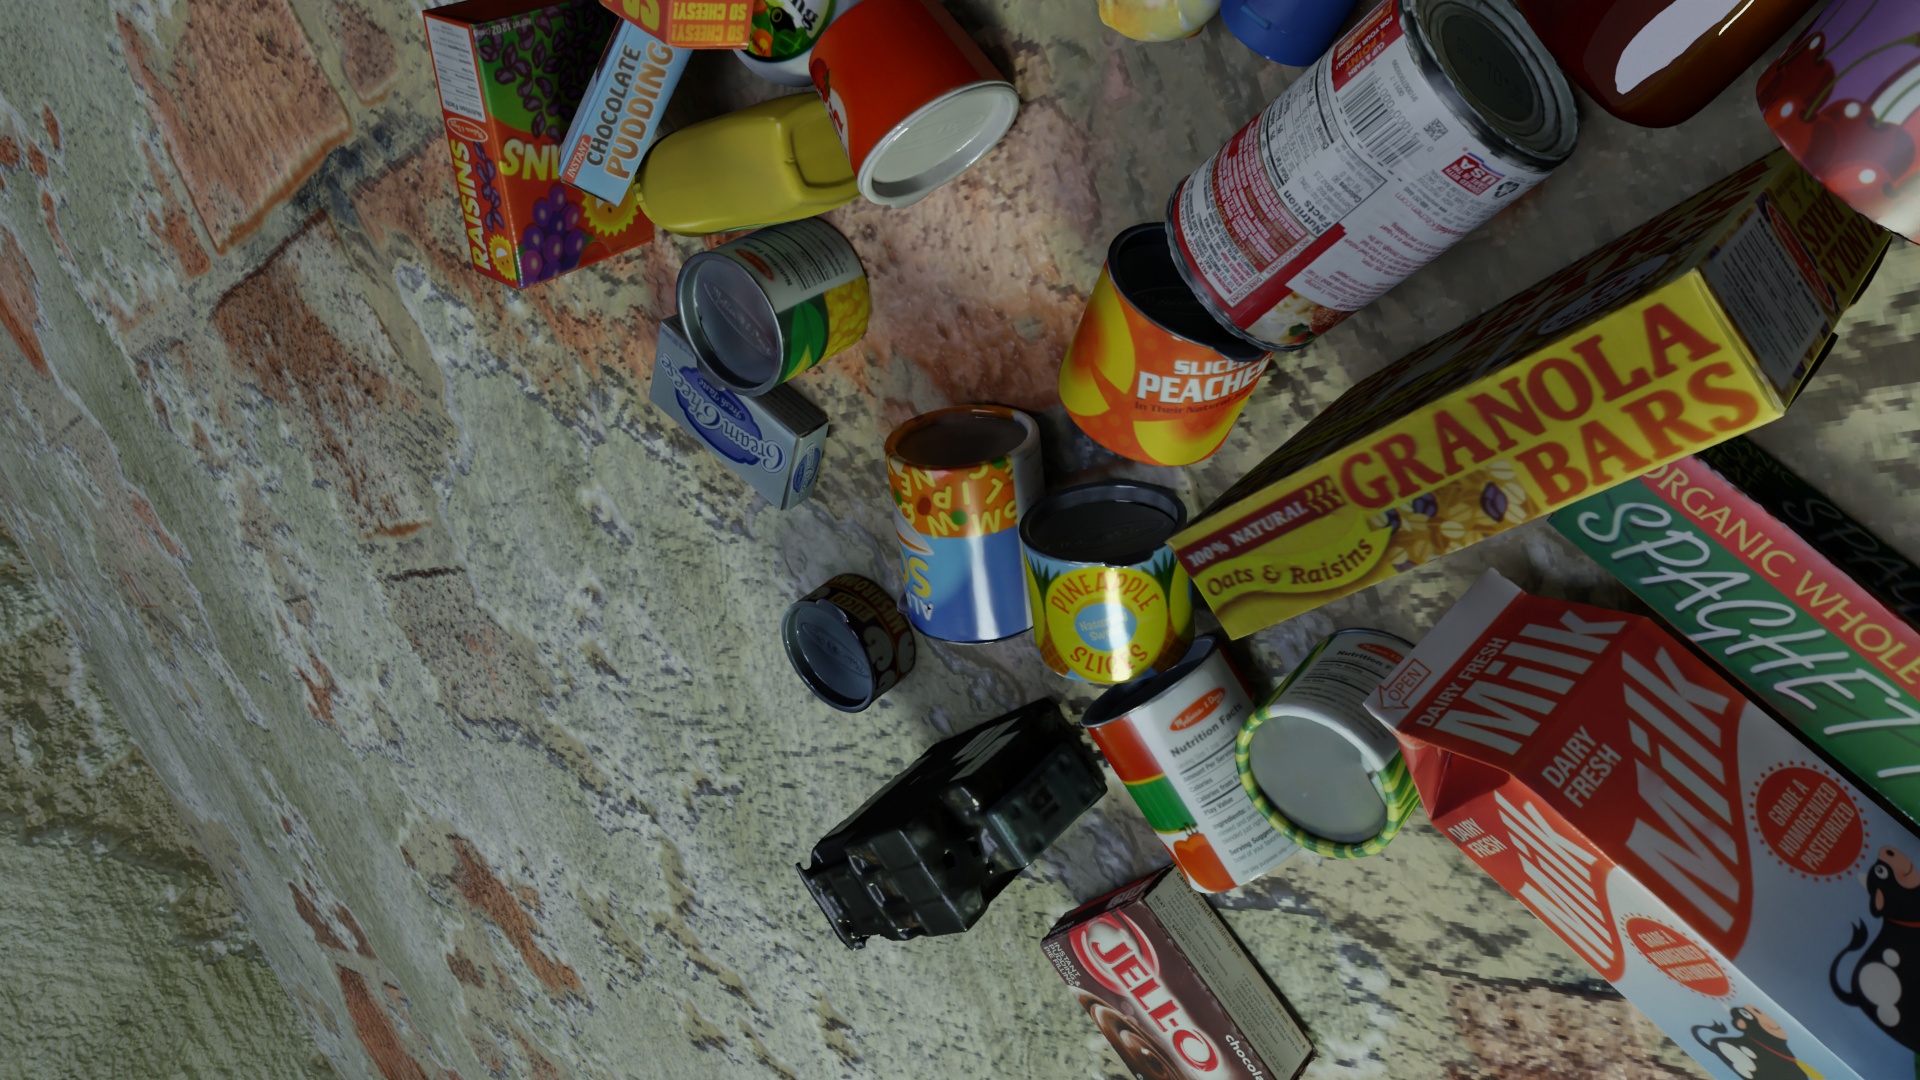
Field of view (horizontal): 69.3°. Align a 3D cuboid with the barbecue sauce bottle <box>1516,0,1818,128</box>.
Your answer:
[{"bbox_3d":[0.196,-0.168,0.313,0.147,0.044,0.065,-52,52,47],"label":"barbecue sauce bottle"}]

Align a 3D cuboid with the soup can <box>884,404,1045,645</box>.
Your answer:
[{"bbox_3d":[0.002,-0.007,0.593,0.071,0.072,0.083,16,125,37],"label":"soup can"}]

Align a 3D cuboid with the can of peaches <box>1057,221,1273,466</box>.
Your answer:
[{"bbox_3d":[0.074,-0.066,0.484,0.071,0.071,0.057,40,138,17],"label":"can of peaches"}]

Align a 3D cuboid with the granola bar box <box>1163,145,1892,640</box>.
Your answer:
[{"bbox_3d":[0.152,-0.039,0.383,0.039,0.125,0.165,56,140,-2],"label":"granola bar box"}]

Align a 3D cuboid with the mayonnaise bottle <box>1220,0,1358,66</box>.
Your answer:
[{"bbox_3d":[0.120,-0.199,0.373,0.065,0.041,0.147,45,140,13],"label":"mayonnaise bottle"}]

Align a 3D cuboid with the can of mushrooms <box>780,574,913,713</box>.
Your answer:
[{"bbox_3d":[-0.058,0.051,0.719,0.071,0.033,0.070,25,131,32],"label":"can of mushrooms"}]

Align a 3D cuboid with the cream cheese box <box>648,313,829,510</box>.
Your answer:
[{"bbox_3d":[-0.113,-0.066,0.701,0.104,0.024,0.053,39,138,18],"label":"cream cheese box"}]

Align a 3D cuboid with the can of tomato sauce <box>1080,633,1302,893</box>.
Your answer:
[{"bbox_3d":[0.099,0.091,0.569,0.071,0.071,0.083,-30,94,50],"label":"can of tomato sauce"}]

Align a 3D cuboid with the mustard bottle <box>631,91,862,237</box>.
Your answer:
[{"bbox_3d":[-0.100,-0.158,0.601,0.160,0.065,0.048,6,116,51],"label":"mustard bottle"}]

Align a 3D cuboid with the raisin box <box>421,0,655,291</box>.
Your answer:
[{"bbox_3d":[-0.191,-0.189,0.646,0.040,0.086,0.122,23,130,29],"label":"raisin box"}]

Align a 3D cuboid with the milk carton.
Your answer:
[{"bbox_3d":[0.220,0.094,0.431,0.191,0.072,0.073,44,162,14],"label":"milk carton"}]

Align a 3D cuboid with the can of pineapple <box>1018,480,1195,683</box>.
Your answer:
[{"bbox_3d":[0.059,0.017,0.554,0.071,0.071,0.057,15,126,37],"label":"can of pineapple"}]

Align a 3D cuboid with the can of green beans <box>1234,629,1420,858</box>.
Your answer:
[{"bbox_3d":[0.145,0.076,0.519,0.071,0.058,0.071,24,131,31],"label":"can of green beans"}]

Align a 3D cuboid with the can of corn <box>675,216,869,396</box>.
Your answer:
[{"bbox_3d":[-0.084,-0.104,0.620,0.071,0.058,0.070,24,131,31],"label":"can of corn"}]

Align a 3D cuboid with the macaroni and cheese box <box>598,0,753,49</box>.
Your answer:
[{"bbox_3d":[-0.115,-0.283,0.509,0.124,0.040,0.165,41,131,36],"label":"macaroni and cheese box"}]

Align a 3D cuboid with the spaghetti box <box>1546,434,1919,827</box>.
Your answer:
[{"bbox_3d":[0.282,0.053,0.393,0.250,0.029,0.050,43,138,14],"label":"spaghetti box"}]

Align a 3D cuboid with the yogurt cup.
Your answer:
[{"bbox_3d":[-0.020,-0.166,0.514,0.054,0.073,0.072,59,140,8],"label":"yogurt cup"}]

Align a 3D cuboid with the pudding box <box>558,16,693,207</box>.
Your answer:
[{"bbox_3d":[-0.144,-0.193,0.600,0.030,0.050,0.083,23,112,-23],"label":"pudding box"}]

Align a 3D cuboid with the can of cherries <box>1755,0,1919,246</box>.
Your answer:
[{"bbox_3d":[0.226,-0.105,0.308,0.071,0.072,0.058,45,139,12],"label":"can of cherries"}]

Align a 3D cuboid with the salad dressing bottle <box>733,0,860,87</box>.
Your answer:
[{"bbox_3d":[-0.040,-0.232,0.503,0.064,0.044,0.147,54,140,8],"label":"salad dressing bottle"}]
